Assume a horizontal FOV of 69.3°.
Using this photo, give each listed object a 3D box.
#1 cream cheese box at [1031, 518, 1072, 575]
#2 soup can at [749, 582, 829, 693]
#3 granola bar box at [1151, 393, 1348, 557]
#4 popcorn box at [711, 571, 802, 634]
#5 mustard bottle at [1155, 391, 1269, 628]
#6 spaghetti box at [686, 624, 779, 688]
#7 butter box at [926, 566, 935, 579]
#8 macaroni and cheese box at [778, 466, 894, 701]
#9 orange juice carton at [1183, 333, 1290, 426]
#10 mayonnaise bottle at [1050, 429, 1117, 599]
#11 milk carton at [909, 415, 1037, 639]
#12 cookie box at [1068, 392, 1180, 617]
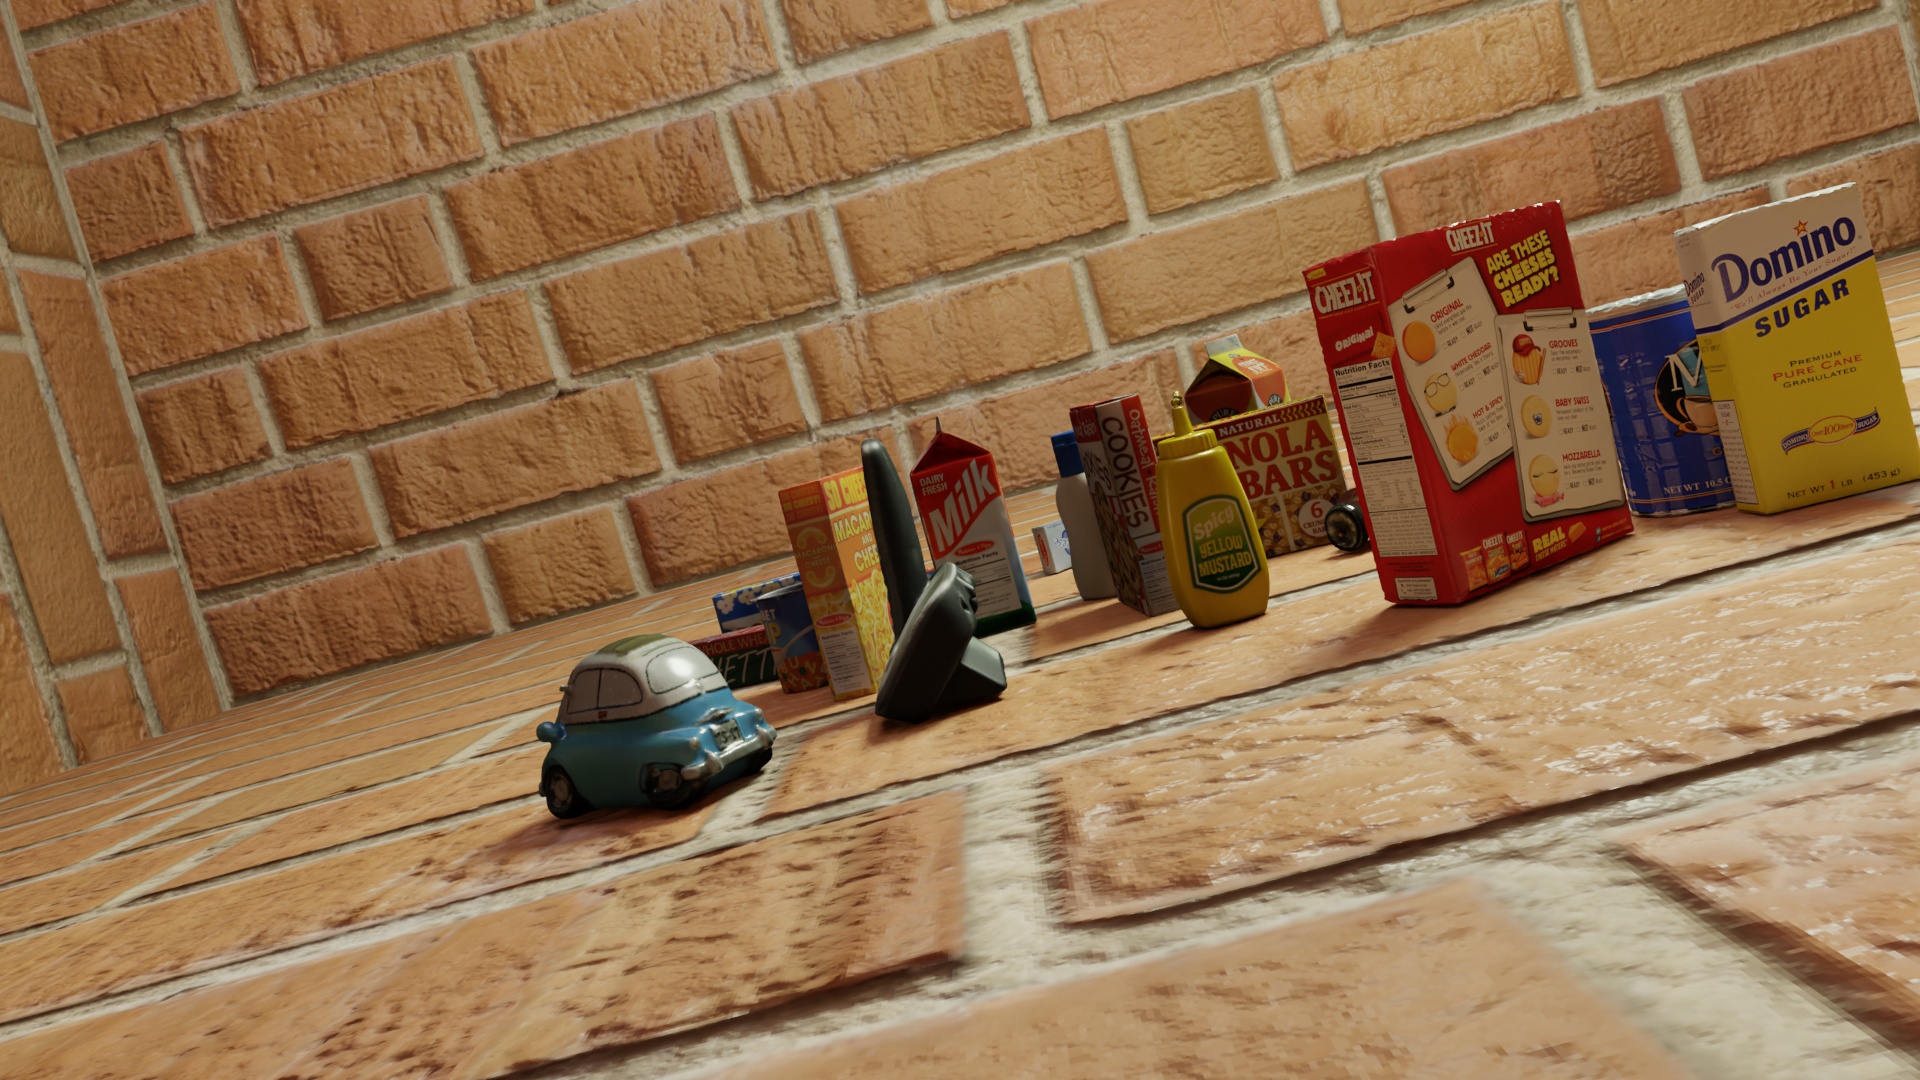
[{"bbox_3d":[0.126,-0.001,1.506,0.104,0.053,0.024,-19,5,-39],"label":"cream cheese box"},{"bbox_3d":[-0.131,0.080,1.166,0.071,0.083,0.071,-15,4,1],"label":"soup can"},{"bbox_3d":[0.243,-0.045,1.187,0.165,0.124,0.039,-14,4,15],"label":"granola bar box"},{"bbox_3d":[-0.160,0.075,1.314,0.127,0.085,0.038,-15,4,5],"label":"popcorn box"},{"bbox_3d":[0.163,-0.023,0.940,0.065,0.160,0.049,-16,4,-6],"label":"mustard bottle"},{"bbox_3d":[-0.185,0.104,1.266,0.250,0.050,0.029,-13,4,23],"label":"spaghetti box"},{"bbox_3d":[-0.058,0.062,1.345,0.103,0.053,0.024,-15,4,1],"label":"butter box"},{"bbox_3d":[-0.084,0.030,1.096,0.040,0.166,0.124,-14,4,17],"label":"macaroni and cheese box"},{"bbox_3d":[0.265,-0.094,1.284,0.073,0.192,0.072,-12,5,39],"label":"orange juice carton"},{"bbox_3d":[0.115,-0.024,1.209,0.064,0.148,0.041,-11,5,46],"label":"mayonnaise bottle"},{"bbox_3d":[0.004,-0.015,1.196,0.073,0.190,0.072,-16,4,-3],"label":"milk carton"},{"bbox_3d":[0.132,-0.030,1.097,0.040,0.167,0.123,-16,4,-3],"label":"cookie box"}]
